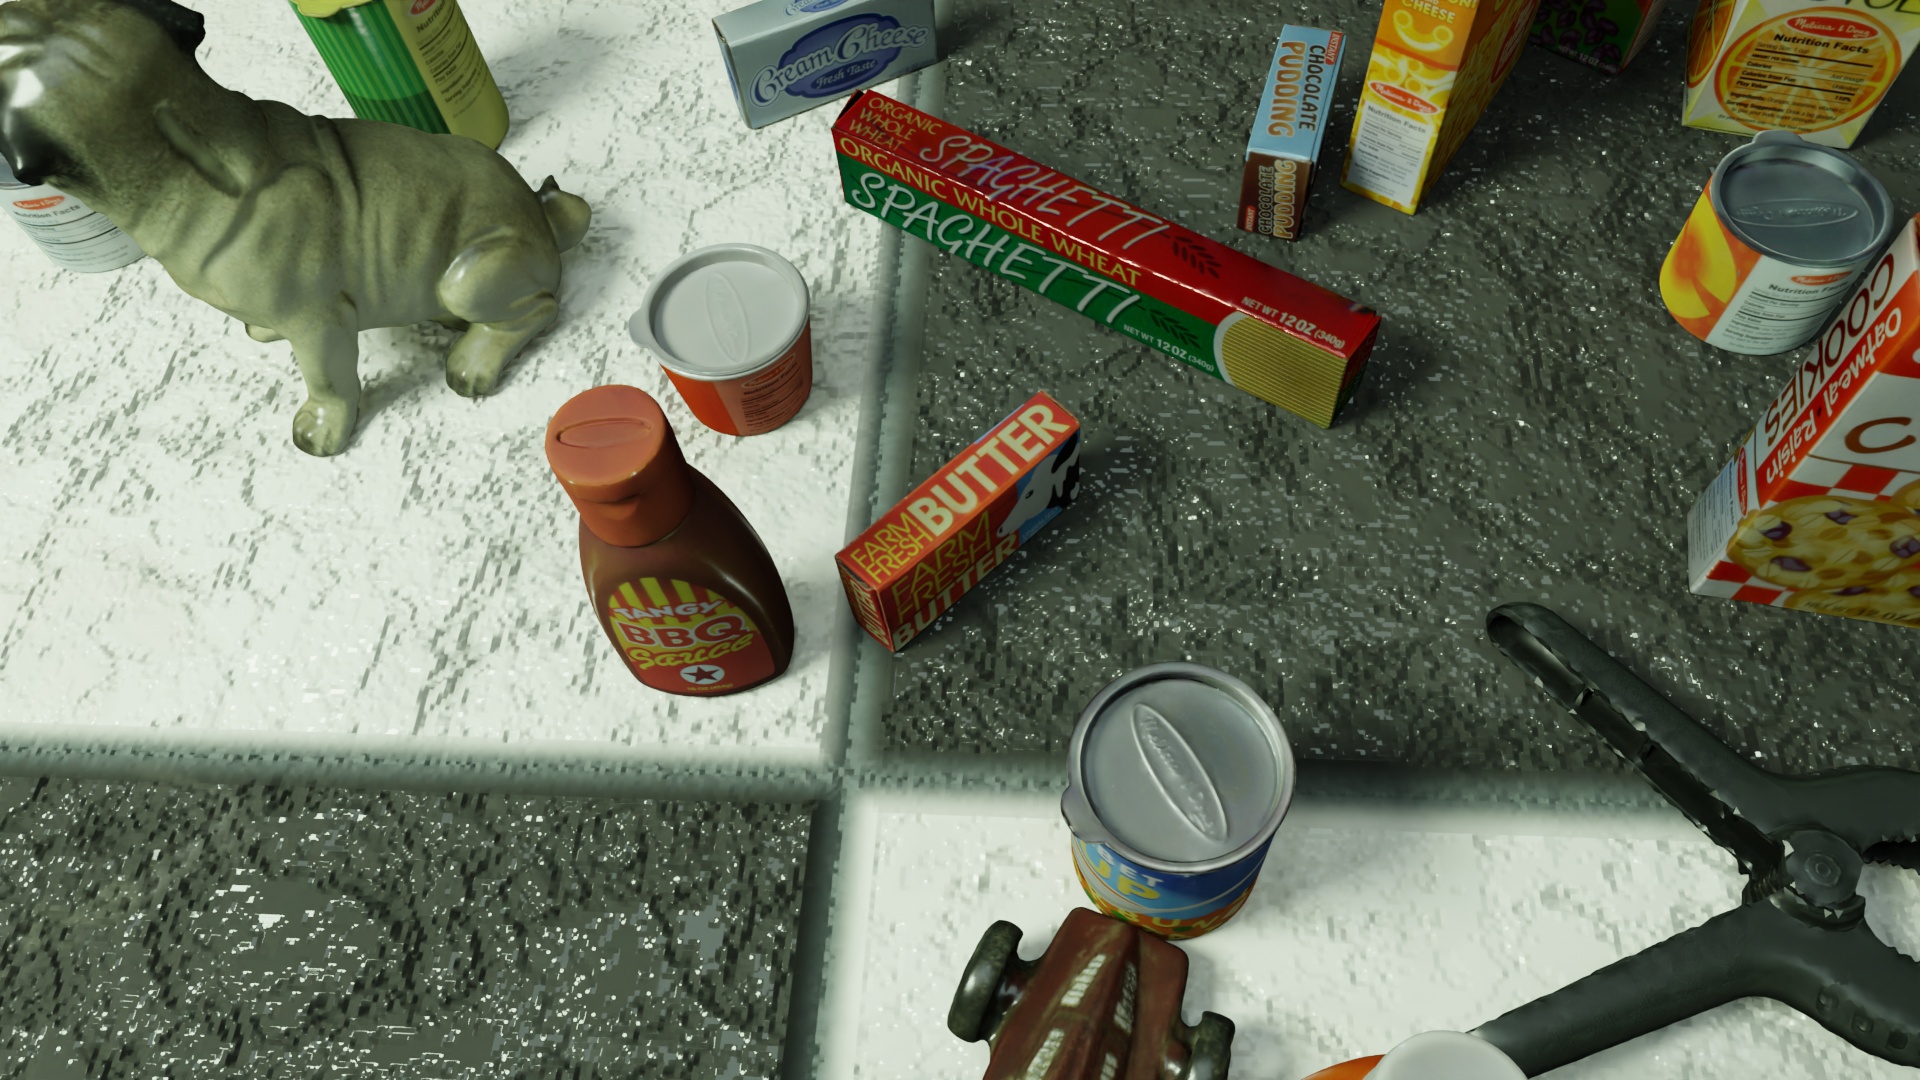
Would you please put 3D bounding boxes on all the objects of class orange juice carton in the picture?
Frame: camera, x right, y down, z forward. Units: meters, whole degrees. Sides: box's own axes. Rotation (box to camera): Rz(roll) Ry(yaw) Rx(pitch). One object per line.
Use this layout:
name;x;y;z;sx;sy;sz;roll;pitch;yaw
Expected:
orange juice carton;0.364;-0.256;0.558;0.073;0.191;0.072;13;62;11

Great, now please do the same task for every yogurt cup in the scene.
yogurt cup;-0.092;-0.079;0.569;0.072;0.053;0.073;-2;60;3

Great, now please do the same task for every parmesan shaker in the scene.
parmesan shaker;-0.259;-0.223;0.637;0.071;0.102;0.071;-2;60;3

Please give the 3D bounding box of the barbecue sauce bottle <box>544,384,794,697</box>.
barbecue sauce bottle;-0.098;0.004;0.466;0.065;0.148;0.044;-5;60;2

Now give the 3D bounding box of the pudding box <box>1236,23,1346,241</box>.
pudding box;0.146;-0.181;0.613;0.030;0.049;0.084;14;62;12

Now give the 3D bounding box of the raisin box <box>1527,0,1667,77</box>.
raisin box;0.284;-0.281;0.619;0.086;0.122;0.040;35;68;21

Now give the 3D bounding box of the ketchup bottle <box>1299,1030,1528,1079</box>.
ketchup bottle;0.111;0.160;0.359;0.065;0.148;0.044;11;62;11

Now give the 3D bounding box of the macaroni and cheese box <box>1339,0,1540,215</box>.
macaroni and cheese box;0.213;-0.237;0.573;0.040;0.165;0.124;29;66;19

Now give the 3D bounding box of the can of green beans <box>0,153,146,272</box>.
can of green beans;-0.407;-0.167;0.641;0.071;0.057;0.071;-2;60;3

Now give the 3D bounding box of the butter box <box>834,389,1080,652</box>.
butter box;0.002;-0.007;0.520;0.104;0.053;0.024;-40;65;-17

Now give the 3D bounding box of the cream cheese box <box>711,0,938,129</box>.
cream cheese box;-0.062;-0.237;0.659;0.104;0.053;0.024;-23;61;-9

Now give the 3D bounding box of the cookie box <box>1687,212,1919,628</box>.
cookie box;0.328;-0.028;0.442;0.123;0.166;0.040;9;61;10

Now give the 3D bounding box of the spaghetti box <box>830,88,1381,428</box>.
spaghetti box;0.052;-0.122;0.585;0.250;0.050;0.029;29;66;19

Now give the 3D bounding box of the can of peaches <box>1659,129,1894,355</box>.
can of peaches;0.325;-0.119;0.559;0.071;0.057;0.071;-2;60;3

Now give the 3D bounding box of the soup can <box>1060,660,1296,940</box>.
soup can;0.065;0.087;0.443;0.071;0.083;0.071;-2;60;3
